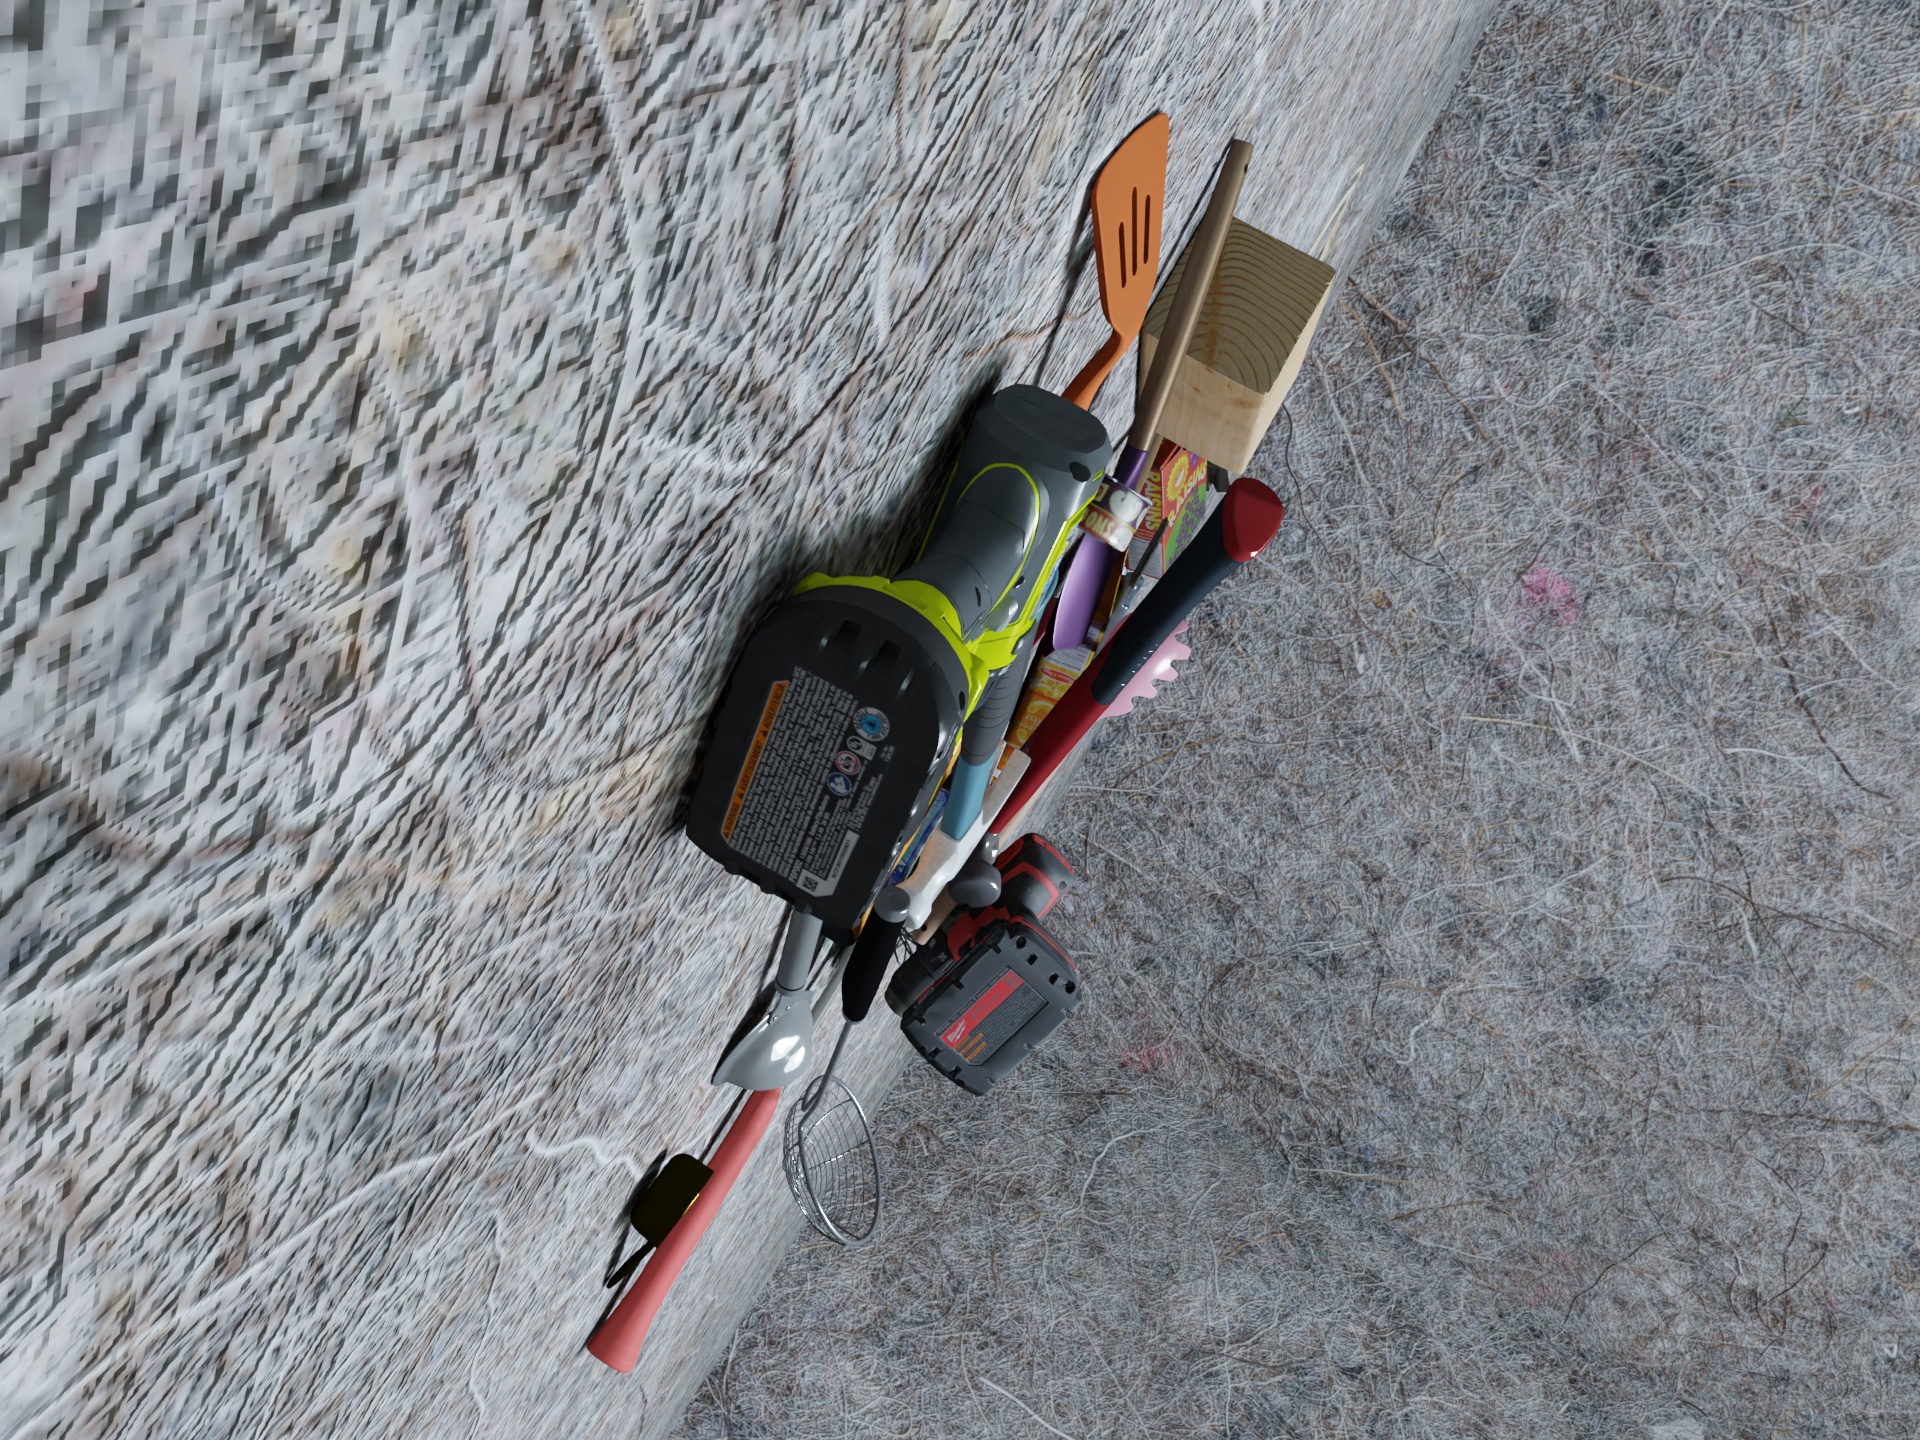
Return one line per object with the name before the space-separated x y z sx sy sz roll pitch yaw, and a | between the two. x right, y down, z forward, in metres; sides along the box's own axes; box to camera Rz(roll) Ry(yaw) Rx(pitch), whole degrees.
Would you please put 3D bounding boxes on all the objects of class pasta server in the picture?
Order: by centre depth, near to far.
pasta server | 0.061 0.045 1.196 0.316 0.060 0.040 -54 156 12

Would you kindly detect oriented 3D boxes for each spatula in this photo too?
spatula | 0.040 -0.145 0.792 0.081 0.041 0.322 -53 175 -40
spatula | 0.113 -0.188 0.953 0.059 0.018 0.316 -7 120 -60

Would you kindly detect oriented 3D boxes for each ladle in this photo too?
ladle | 0.035 -0.024 1.235 0.069 0.031 0.315 -54 174 -18

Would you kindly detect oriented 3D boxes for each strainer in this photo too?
strainer | -0.106 0.168 0.984 0.087 0.050 0.258 -35 155 -39

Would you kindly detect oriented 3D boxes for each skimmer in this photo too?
skimmer | -0.059 0.242 1.118 0.127 0.090 0.363 -89 -165 -46

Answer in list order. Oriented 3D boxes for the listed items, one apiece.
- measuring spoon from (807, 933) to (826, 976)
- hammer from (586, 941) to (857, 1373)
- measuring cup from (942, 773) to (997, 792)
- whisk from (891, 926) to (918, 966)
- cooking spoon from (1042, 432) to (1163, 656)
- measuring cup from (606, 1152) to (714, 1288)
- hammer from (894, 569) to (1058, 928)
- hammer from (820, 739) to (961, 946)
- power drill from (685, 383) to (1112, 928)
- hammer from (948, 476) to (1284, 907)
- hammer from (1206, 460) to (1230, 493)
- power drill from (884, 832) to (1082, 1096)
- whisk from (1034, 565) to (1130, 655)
measuring spoon | -0.090 0.153 1.110 0.124 0.018 0.034 -62 173 24
hammer | -0.161 0.306 1.171 0.359 0.037 0.149 -58 173 -16
measuring cup | 0.002 0.062 1.300 0.095 0.052 0.174 -57 -166 22
whisk | -0.058 0.156 1.263 0.055 0.055 0.238 -58 168 -13
cooking spoon | 0.114 -0.150 1.129 0.068 0.017 0.319 -46 -167 44
measuring cup | -0.205 0.325 1.020 0.156 0.029 0.062 -50 -179 39
hammer | 0.012 0.010 0.932 0.128 0.033 0.330 -53 169 -28
hammer | -0.002 -0.003 1.029 0.337 0.034 0.127 -61 172 8
power drill | -0.021 -0.019 0.657 0.190 0.080 0.229 -65 174 35
hammer | 0.088 -0.031 1.056 0.386 0.038 0.143 -53 -153 43
hammer | 0.215 -0.284 1.292 0.331 0.031 0.130 67 28 -76
power drill | 0.009 0.190 1.200 0.188 0.080 0.227 -45 -171 12
whisk | 0.139 -0.145 1.374 0.284 0.070 0.070 -65 172 6
